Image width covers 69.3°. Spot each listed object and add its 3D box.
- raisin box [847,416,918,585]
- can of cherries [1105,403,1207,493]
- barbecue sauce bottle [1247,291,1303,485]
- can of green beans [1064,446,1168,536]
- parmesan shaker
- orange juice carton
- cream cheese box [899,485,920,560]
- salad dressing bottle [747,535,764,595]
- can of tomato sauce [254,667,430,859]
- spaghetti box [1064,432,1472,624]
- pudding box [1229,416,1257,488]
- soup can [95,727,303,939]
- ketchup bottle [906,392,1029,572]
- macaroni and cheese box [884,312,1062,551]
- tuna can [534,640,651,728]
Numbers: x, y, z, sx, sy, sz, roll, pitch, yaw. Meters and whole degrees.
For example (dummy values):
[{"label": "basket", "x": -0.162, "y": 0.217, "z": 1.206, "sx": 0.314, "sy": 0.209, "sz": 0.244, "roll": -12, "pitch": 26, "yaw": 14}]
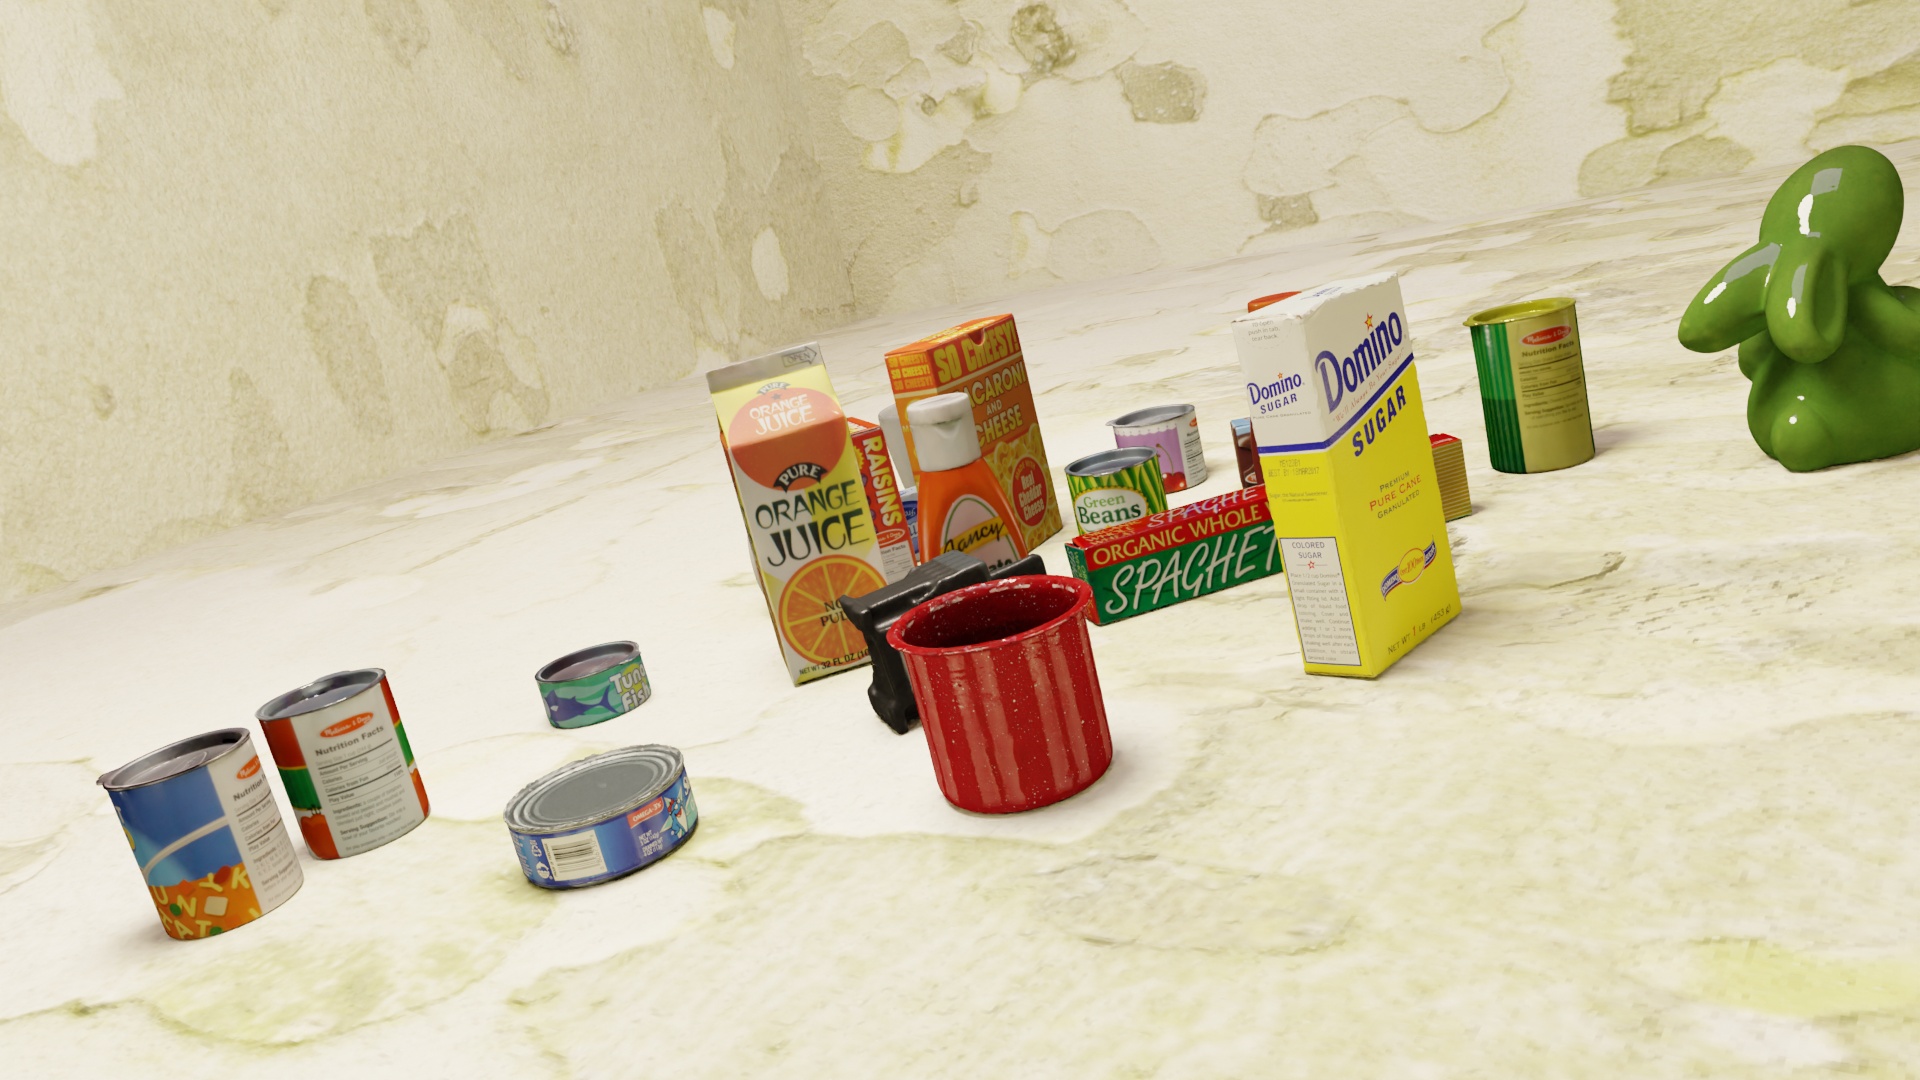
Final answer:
[{"label": "raisin box", "x": -0.068, "y": -0.020, "z": 0.967, "sx": 0.040, "sy": 0.123, "sz": 0.086, "roll": -17, "pitch": 14, "yaw": -14}, {"label": "can of cherries", "x": 0.154, "y": -0.071, "z": 1.092, "sx": 0.071, "sy": 0.058, "sz": 0.071, "roll": -13, "pitch": 14, "yaw": 3}, {"label": "barbecue sauce bottle", "x": 0.217, "y": -0.086, "z": 0.904, "sx": 0.065, "sy": 0.148, "sz": 0.044, "roll": -4, "pitch": 16, "yaw": 34}, {"label": "can of green beans", "x": 0.110, "y": -0.029, "z": 0.970, "sx": 0.071, "sy": 0.057, "sz": 0.071, "roll": -13, "pitch": 14, "yaw": 3}, {"label": "parmesan shaker", "x": 0.373, "y": -0.101, "z": 0.913, "sx": 0.071, "sy": 0.102, "sz": 0.071, "roll": -13, "pitch": 14, "yaw": 3}, {"label": "orange juice carton", "x": -0.096, "y": -0.019, "z": 0.843, "sx": 0.072, "sy": 0.192, "sz": 0.073, "roll": -16, "pitch": 14, "yaw": -11}, {"label": "cream cheese box", "x": -0.047, "y": -0.008, "z": 1.045, "sx": 0.104, "sy": 0.053, "sz": 0.024, "roll": -17, "pitch": 14, "yaw": -16}, {"label": "salad dressing bottle", "x": -0.128, "y": -0.024, "z": 0.987, "sx": 0.044, "sy": 0.147, "sz": 0.064, "roll": -2, "pitch": 18, "yaw": 40}, {"label": "can of tomato sauce", "x": -0.332, "y": 0.119, "z": 0.751, "sx": 0.071, "sy": 0.083, "sz": 0.071, "roll": -13, "pitch": 14, "yaw": 3}, {"label": "spaghetti box", "x": 0.187, "y": -0.008, "z": 0.832, "sx": 0.250, "sy": 0.050, "sz": 0.029, "roll": -16, "pitch": 14, "yaw": -10}, {"label": "pudding box", "x": 0.245, "y": -0.072, "z": 1.028, "sx": 0.084, "sy": 0.049, "sz": 0.030, "roll": -12, "pitch": 14, "yaw": 7}, {"label": "soup can", "x": -0.376, "y": 0.145, "z": 0.690, "sx": 0.071, "sy": 0.083, "sz": 0.071, "roll": -13, "pitch": 14, "yaw": 3}, {"label": "ketchup bottle", "x": 0.003, "y": -0.010, "z": 0.808, "sx": 0.065, "sy": 0.148, "sz": 0.043, "roll": -16, "pitch": 14, "yaw": -10}, {"label": "macaroni and cheese box", "x": 0.013, "y": -0.067, "z": 0.983, "sx": 0.040, "sy": 0.166, "sz": 0.124, "roll": -5, "pitch": 16, "yaw": 33}, {"label": "tuna can", "x": -0.228, "y": 0.090, "z": 0.872, "sx": 0.071, "sy": 0.032, "sz": 0.071, "roll": -13, "pitch": 14, "yaw": 3}]
